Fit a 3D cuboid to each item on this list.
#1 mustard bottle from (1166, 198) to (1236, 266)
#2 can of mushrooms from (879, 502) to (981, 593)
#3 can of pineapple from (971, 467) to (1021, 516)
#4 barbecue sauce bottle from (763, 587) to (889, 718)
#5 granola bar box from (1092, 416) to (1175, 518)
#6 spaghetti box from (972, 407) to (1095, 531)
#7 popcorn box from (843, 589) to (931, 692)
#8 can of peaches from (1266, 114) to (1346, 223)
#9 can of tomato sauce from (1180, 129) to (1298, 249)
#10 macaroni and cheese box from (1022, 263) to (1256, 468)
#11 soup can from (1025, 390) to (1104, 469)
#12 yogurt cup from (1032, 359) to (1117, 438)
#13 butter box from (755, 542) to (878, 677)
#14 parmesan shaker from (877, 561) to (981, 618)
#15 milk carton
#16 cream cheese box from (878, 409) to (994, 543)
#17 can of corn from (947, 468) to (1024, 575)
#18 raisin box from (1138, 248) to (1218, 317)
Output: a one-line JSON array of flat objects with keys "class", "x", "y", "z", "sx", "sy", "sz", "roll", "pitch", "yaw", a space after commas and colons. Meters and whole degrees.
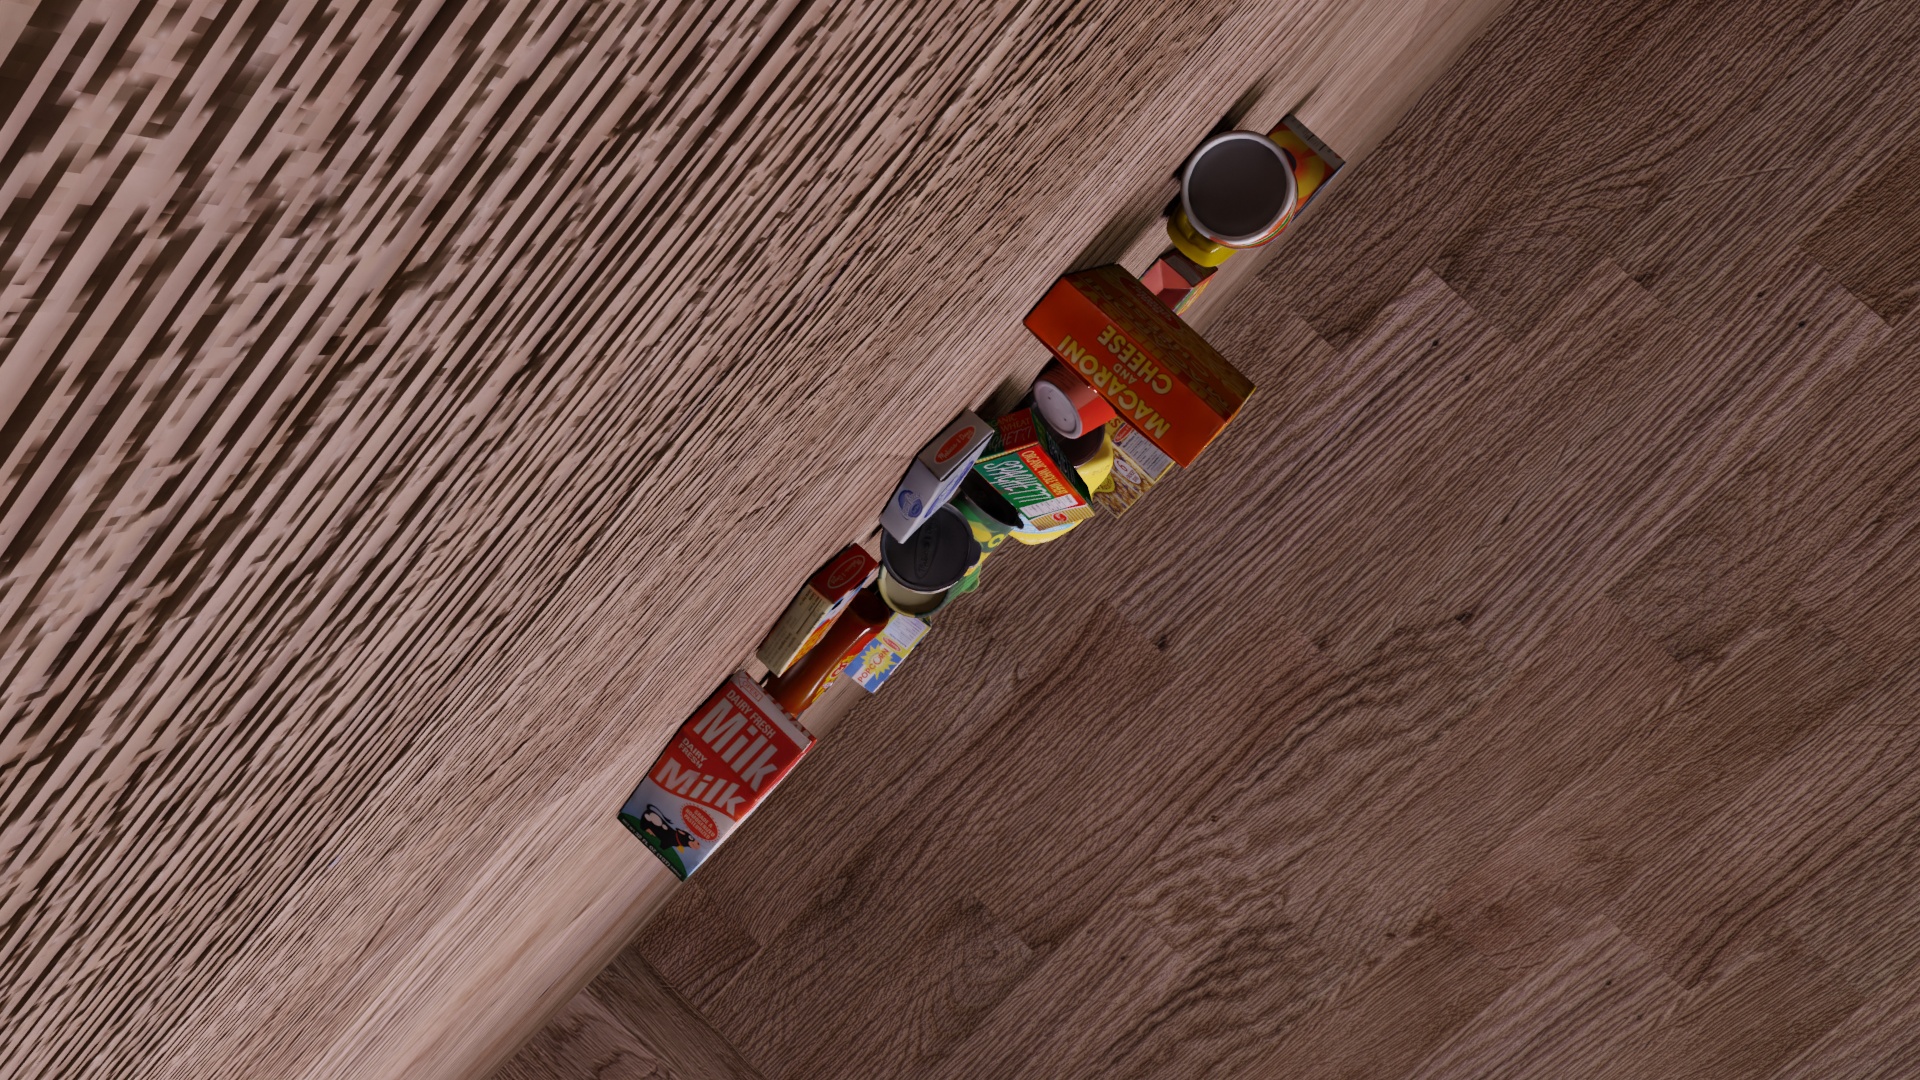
[{"class": "mustard bottle", "x": 0.178, "y": -0.222, "z": 0.966, "sx": 0.065, "sy": 0.049, "sz": 0.160, "roll": -48, "pitch": 177, "yaw": 13}, {"class": "can of mushrooms", "x": -0.021, "y": 0.005, "z": 0.980, "sx": 0.071, "sy": 0.071, "sz": 0.033, "roll": -46, "pitch": 178, "yaw": -6}, {"class": "can of pineapple", "x": 0.018, "y": -0.028, "z": 1.189, "sx": 0.071, "sy": 0.058, "sz": 0.071, "roll": -47, "pitch": 177, "yaw": -3}, {"class": "barbecue sauce bottle", "x": -0.122, "y": 0.103, "z": 1.128, "sx": 0.148, "sy": 0.043, "sz": 0.065, "roll": -47, "pitch": 177, "yaw": 16}, {"class": "granola bar box", "x": 0.136, "y": -0.092, "z": 1.340, "sx": 0.039, "sy": 0.124, "sz": 0.165, "roll": -46, "pitch": 177, "yaw": -12}, {"class": "spaghetti box", "x": 0.056, "y": -0.047, "z": 1.026, "sx": 0.050, "sy": 0.029, "sz": 0.250, "roll": -16, "pitch": 166, "yaw": 11}, {"class": "popcorn box", "x": -0.069, "y": 0.081, "z": 1.311, "sx": 0.085, "sy": 0.038, "sz": 0.127, "roll": -48, "pitch": -168, "yaw": 10}, {"class": "can of peaches", "x": 0.254, "y": -0.286, "z": 1.081, "sx": 0.071, "sy": 0.058, "sz": 0.071, "roll": -46, "pitch": 177, "yaw": -3}, {"class": "can of tomato sauce", "x": 0.171, "y": -0.211, "z": 0.838, "sx": 0.071, "sy": 0.071, "sz": 0.083, "roll": -48, "pitch": 176, "yaw": 17}, {"class": "macaroni and cheese box", "x": 0.113, "y": -0.109, "z": 0.837, "sx": 0.040, "sy": 0.124, "sz": 0.167, "roll": -49, "pitch": 176, "yaw": 21}, {"class": "soup can", "x": 0.072, "y": -0.084, "z": 1.133, "sx": 0.071, "sy": 0.071, "sz": 0.083, "roll": -46, "pitch": -179, "yaw": -16}, {"class": "yogurt cup", "x": 0.093, "y": -0.114, "z": 1.062, "sx": 0.054, "sy": 0.072, "sz": 0.072, "roll": -37, "pitch": 173, "yaw": -20}, {"class": "butter box", "x": -0.097, "y": 0.047, "z": 0.929, "sx": 0.053, "sy": 0.024, "sz": 0.103, "roll": -43, "pitch": 175, "yaw": -44}, {"class": "parmesan shaker", "x": -0.023, "y": 0.027, "z": 1.204, "sx": 0.071, "sy": 0.071, "sz": 0.103, "roll": -48, "pitch": 176, "yaw": 17}, {"class": "milk carton", "x": -0.168, "y": 0.161, "z": 0.987, "sx": 0.074, "sy": 0.072, "sz": 0.189, "roll": -43, "pitch": 176, "yaw": -46}, {"class": "cream cheese box", "x": -0.017, "y": -0.040, "z": 0.896, "sx": 0.053, "sy": 0.024, "sz": 0.103, "roll": -44, "pitch": 176, "yaw": -28}, {"class": "can of corn", "x": 0.004, "y": -0.013, "z": 1.070, "sx": 0.058, "sy": 0.071, "sz": 0.071, "roll": -47, "pitch": 177, "yaw": 20}, {"class": "raisin box", "x": 0.166, "y": -0.200, "z": 1.163, "sx": 0.085, "sy": 0.040, "sz": 0.124, "roll": -49, "pitch": 177, "yaw": 25}]
